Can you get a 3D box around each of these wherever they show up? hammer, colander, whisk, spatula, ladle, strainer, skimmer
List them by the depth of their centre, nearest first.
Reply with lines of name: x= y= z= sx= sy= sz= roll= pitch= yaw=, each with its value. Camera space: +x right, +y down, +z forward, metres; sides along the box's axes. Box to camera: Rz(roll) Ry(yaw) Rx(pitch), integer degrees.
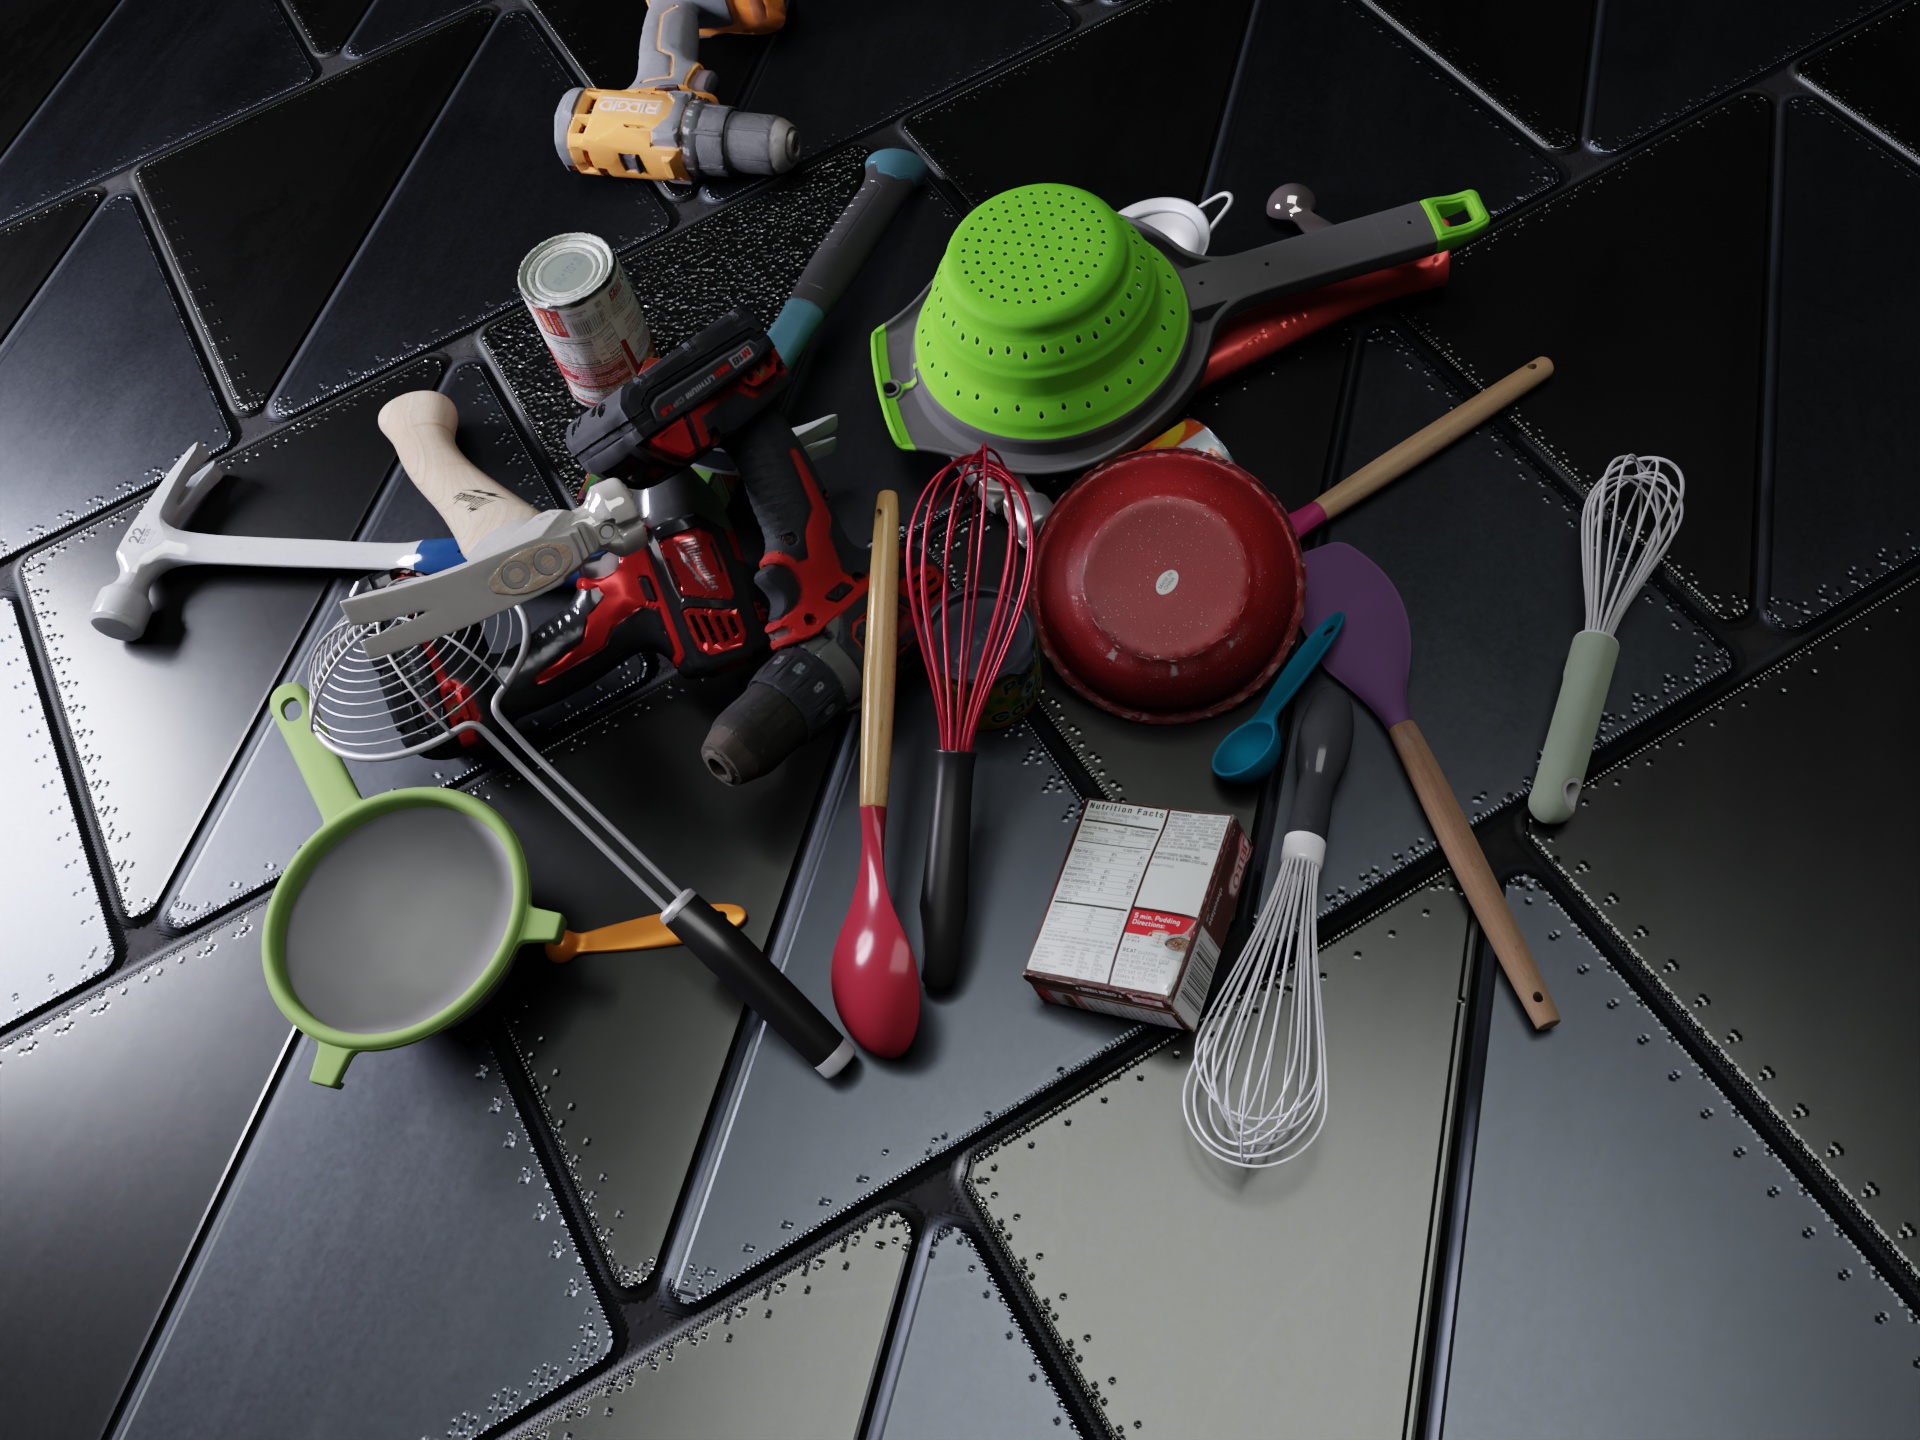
whisk: x=0.175 y=0.098 z=0.832 sx=0.070 sy=0.070 sz=0.285 roll=11 pitch=58 yaw=14
whisk: x=-0.001 y=-0.003 z=0.856 sx=0.073 sy=0.073 sz=0.296 roll=4 pitch=89 yaw=11
skimmer: x=-0.199 y=0.061 z=0.860 sx=0.363 sy=0.090 sz=0.127 roll=44 pitch=68 yaw=-2
ladle: x=-0.045 y=0.022 z=0.865 sx=0.069 sy=0.031 sz=0.316 roll=-15 pitch=68 yaw=47
spatula: x=0.257 y=0.024 z=0.880 sx=0.060 sy=0.018 sz=0.316 roll=-20 pitch=59 yaw=4
whisk: x=0.359 y=-0.051 z=0.896 sx=0.059 sy=0.057 sz=0.246 roll=-2 pitch=57 yaw=48
strainer: x=-0.329 y=0.081 z=0.906 sx=0.151 sy=0.069 sz=0.257 roll=-34 pitch=61 yaw=-8
hammer: x=-0.307 y=-0.136 z=0.931 sx=0.146 sy=0.038 sz=0.411 roll=-26 pitch=30 yaw=-16
colander: x=0.130 y=-0.283 z=0.978 sx=0.397 sy=0.094 sz=0.205 roll=-16 pitch=61 yaw=4
hammer: x=0.159 y=-0.244 z=1.038 sx=0.359 sy=0.036 sz=0.149 roll=-28 pitch=60 yaw=-7
hammer: x=-0.362 y=-0.112 z=1.041 sx=0.405 sy=0.035 sz=0.144 roll=3 pitch=61 yaw=10
hammer: x=-0.100 y=-0.285 z=1.073 sx=0.128 sy=0.033 sz=0.331 roll=21 pitch=56 yaw=5
strainer: x=0.066 y=-0.288 z=1.076 sx=0.258 sy=0.050 sz=0.087 roll=-22 pitch=55 yaw=2

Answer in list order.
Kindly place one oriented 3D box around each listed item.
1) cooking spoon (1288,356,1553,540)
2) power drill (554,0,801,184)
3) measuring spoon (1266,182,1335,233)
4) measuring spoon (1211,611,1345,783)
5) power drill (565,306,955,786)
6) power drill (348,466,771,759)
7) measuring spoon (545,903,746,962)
cooking spoon: x=0.240 y=-0.140 z=0.976 sx=0.319 sy=0.017 sz=0.069 roll=-33 pitch=45 yaw=-11
power drill: x=-0.191 y=-0.506 z=1.218 sx=0.185 sy=0.084 sz=0.226 roll=9 pitch=67 yaw=13
measuring spoon: x=0.238 y=-0.336 z=1.064 sx=0.034 sy=0.018 sz=0.124 roll=-18 pitch=37 yaw=-3
measuring spoon: x=0.189 y=-0.010 z=0.905 sx=0.129 sy=0.021 sz=0.042 roll=-51 pitch=25 yaw=-21
power drill: x=-0.121 y=-0.093 z=0.895 sx=0.188 sy=0.226 sz=0.080 roll=-45 pitch=19 yaw=-31
power drill: x=-0.235 y=-0.070 z=0.948 sx=0.219 sy=0.078 sz=0.143 roll=-20 pitch=91 yaw=-4
measuring spoon: x=-0.178 y=0.118 z=0.895 sx=0.117 sy=0.011 sz=0.021 roll=-10 pitch=60 yaw=3
